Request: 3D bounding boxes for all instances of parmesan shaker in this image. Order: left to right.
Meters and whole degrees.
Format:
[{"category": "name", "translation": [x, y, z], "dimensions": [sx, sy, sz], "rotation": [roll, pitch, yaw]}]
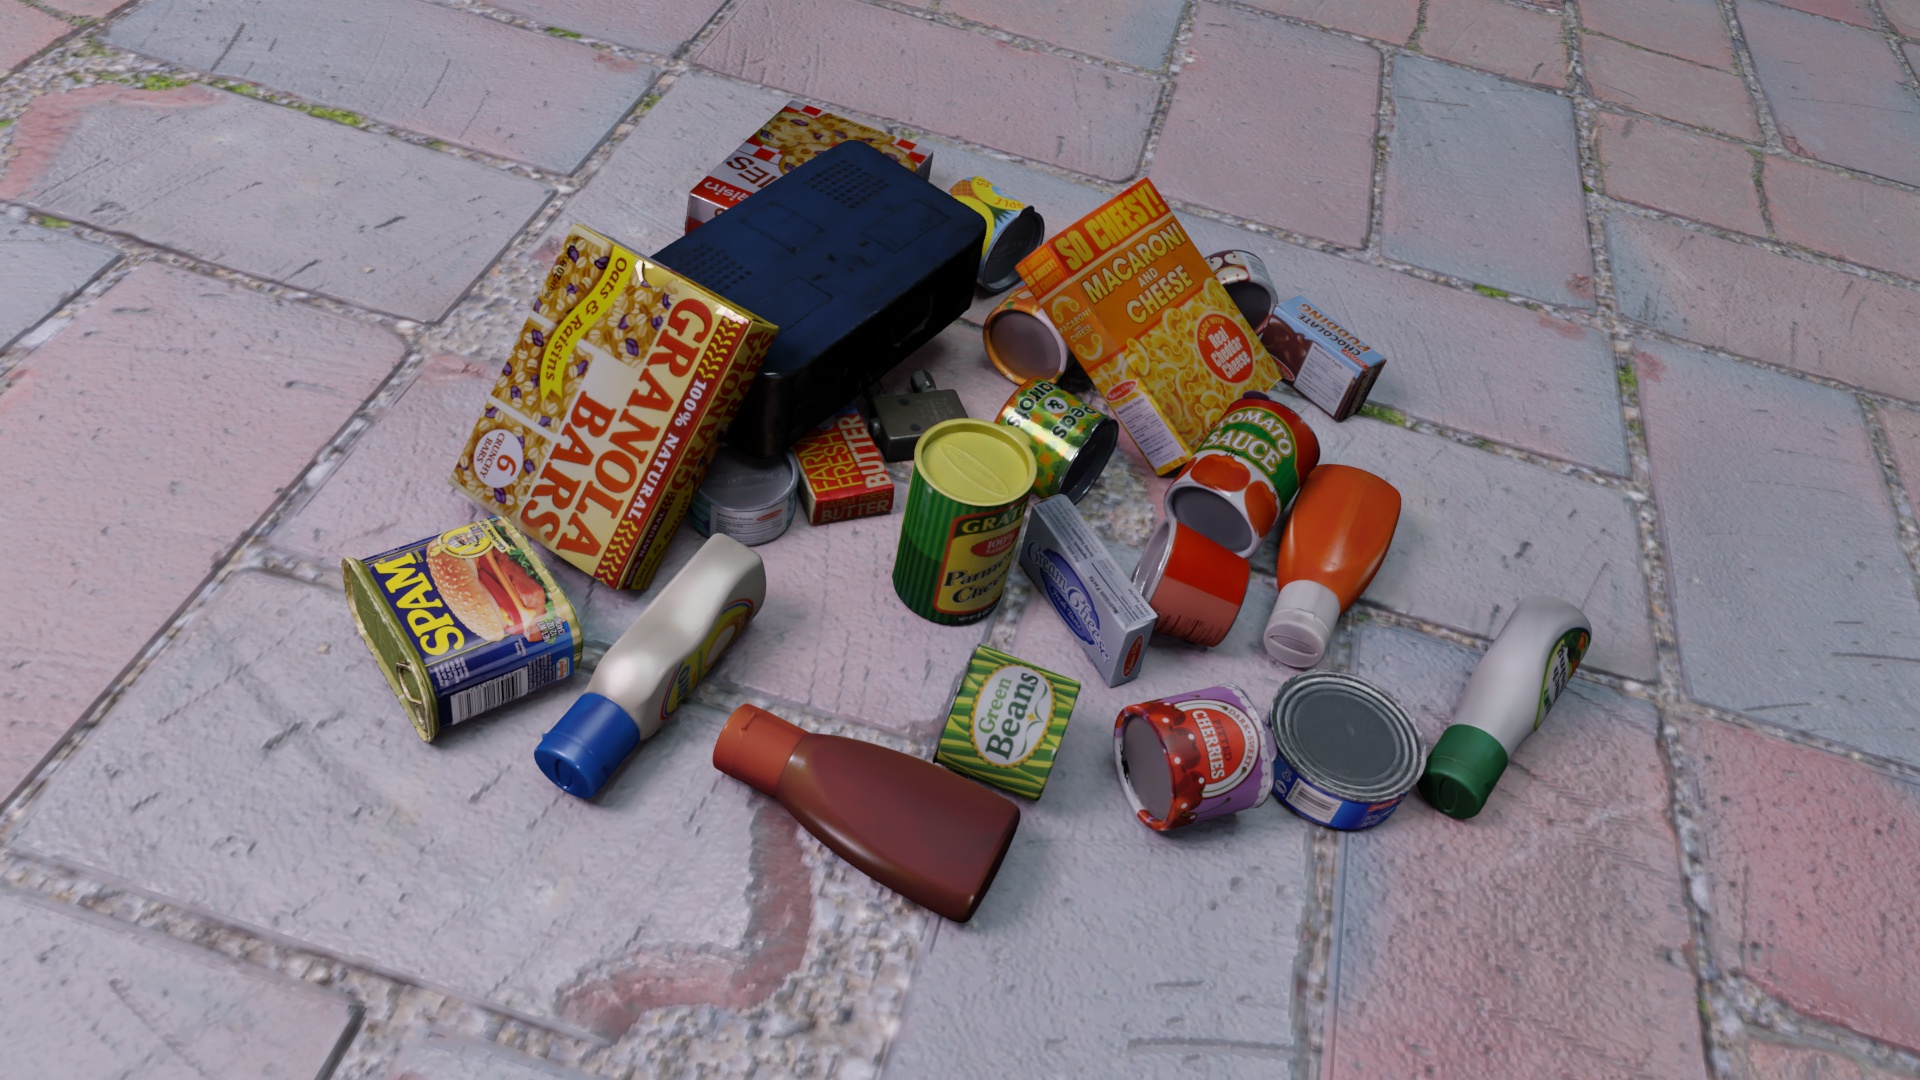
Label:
[{"category": "parmesan shaker", "translation": [0.003, -0.010, 0.778], "dimensions": [0.071, 0.102, 0.072], "rotation": [6, 47, -6]}]

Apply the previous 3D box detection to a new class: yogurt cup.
[{"category": "yogurt cup", "translation": [0.131, 0.027, 0.800], "dimensions": [0.054, 0.072, 0.073], "rotation": [22, 46, -2]}]

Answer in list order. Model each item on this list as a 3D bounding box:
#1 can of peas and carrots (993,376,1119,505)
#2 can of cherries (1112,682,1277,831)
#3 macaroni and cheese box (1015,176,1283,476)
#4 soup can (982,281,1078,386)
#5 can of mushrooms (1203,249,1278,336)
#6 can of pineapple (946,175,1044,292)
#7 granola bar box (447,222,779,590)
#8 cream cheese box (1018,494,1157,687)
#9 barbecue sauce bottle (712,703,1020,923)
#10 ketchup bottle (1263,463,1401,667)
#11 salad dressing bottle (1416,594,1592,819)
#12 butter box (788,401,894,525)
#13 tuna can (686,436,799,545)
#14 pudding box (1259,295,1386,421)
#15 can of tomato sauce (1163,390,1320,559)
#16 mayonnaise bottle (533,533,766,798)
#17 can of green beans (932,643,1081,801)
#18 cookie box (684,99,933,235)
[{"category": "can of peas and carrots", "translation": [0.056, -0.062, 0.862], "dimensions": [0.059, 0.070, 0.071], "rotation": [33, 49, 19]}, {"category": "can of cherries", "translation": [0.119, 0.110, 0.712], "dimensions": [0.058, 0.071, 0.072], "rotation": [-9, 50, -20]}, {"category": "macaroni and cheese box", "translation": [0.127, -0.144, 0.923], "dimensions": [0.124, 0.040, 0.166], "rotation": [-39, 96, -38]}, {"category": "soup can", "translation": [0.061, -0.151, 0.954], "dimensions": [0.071, 0.071, 0.084], "rotation": [29, 49, 15]}, {"category": "can of mushrooms", "translation": [0.192, -0.172, 1.002], "dimensions": [0.071, 0.070, 0.033], "rotation": [-1, 48, -13]}, {"category": "can of pineapple", "translation": [0.019, -0.225, 1.010], "dimensions": [0.058, 0.070, 0.071], "rotation": [39, 51, 23]}, {"category": "granola bar box", "translation": [-0.193, -0.073, 0.765], "dimensions": [0.124, 0.165, 0.039], "rotation": [30, 6, 15]}, {"category": "cream cheese box", "translation": [0.072, 0.027, 0.793], "dimensions": [0.024, 0.053, 0.104], "rotation": [-17, 53, -24]}, {"category": "barbecue sauce bottle", "translation": [-0.049, 0.126, 0.679], "dimensions": [0.149, 0.043, 0.065], "rotation": [24, 46, 12]}, {"category": "ketchup bottle", "translation": [0.222, 0.014, 0.844], "dimensions": [0.065, 0.043, 0.149], "rotation": [20, 46, 15]}, {"category": "salad dressing bottle", "translation": [0.305, 0.092, 0.780], "dimensions": [0.044, 0.064, 0.148], "rotation": [22, 52, 35]}, {"category": "butter box", "translation": [-0.082, -0.056, 0.858], "dimensions": [0.053, 0.024, 0.104], "rotation": [-11, 50, -21]}, {"category": "tuna can", "translation": [-0.130, -0.032, 0.819], "dimensions": [0.071, 0.032, 0.071], "rotation": [6, 46, -7]}, {"category": "pudding box", "translation": [0.253, -0.130, 0.984], "dimensions": [0.030, 0.049, 0.084], "rotation": [-26, 57, -33]}, {"category": "can of tomato sauce", "translation": [0.173, -0.039, 0.857], "dimensions": [0.071, 0.070, 0.083], "rotation": [31, 60, 17]}, {"category": "mayonnaise bottle", "translation": [-0.154, 0.064, 0.705], "dimensions": [0.041, 0.064, 0.149], "rotation": [28, 52, 9]}, {"category": "can of green beans", "translation": [0.024, 0.093, 0.711], "dimensions": [0.058, 0.070, 0.071], "rotation": [20, 46, 6]}, {"category": "cookie box", "translation": [-0.110, -0.259, 1.036], "dimensions": [0.123, 0.040, 0.168], "rotation": [22, 45, 8]}]
